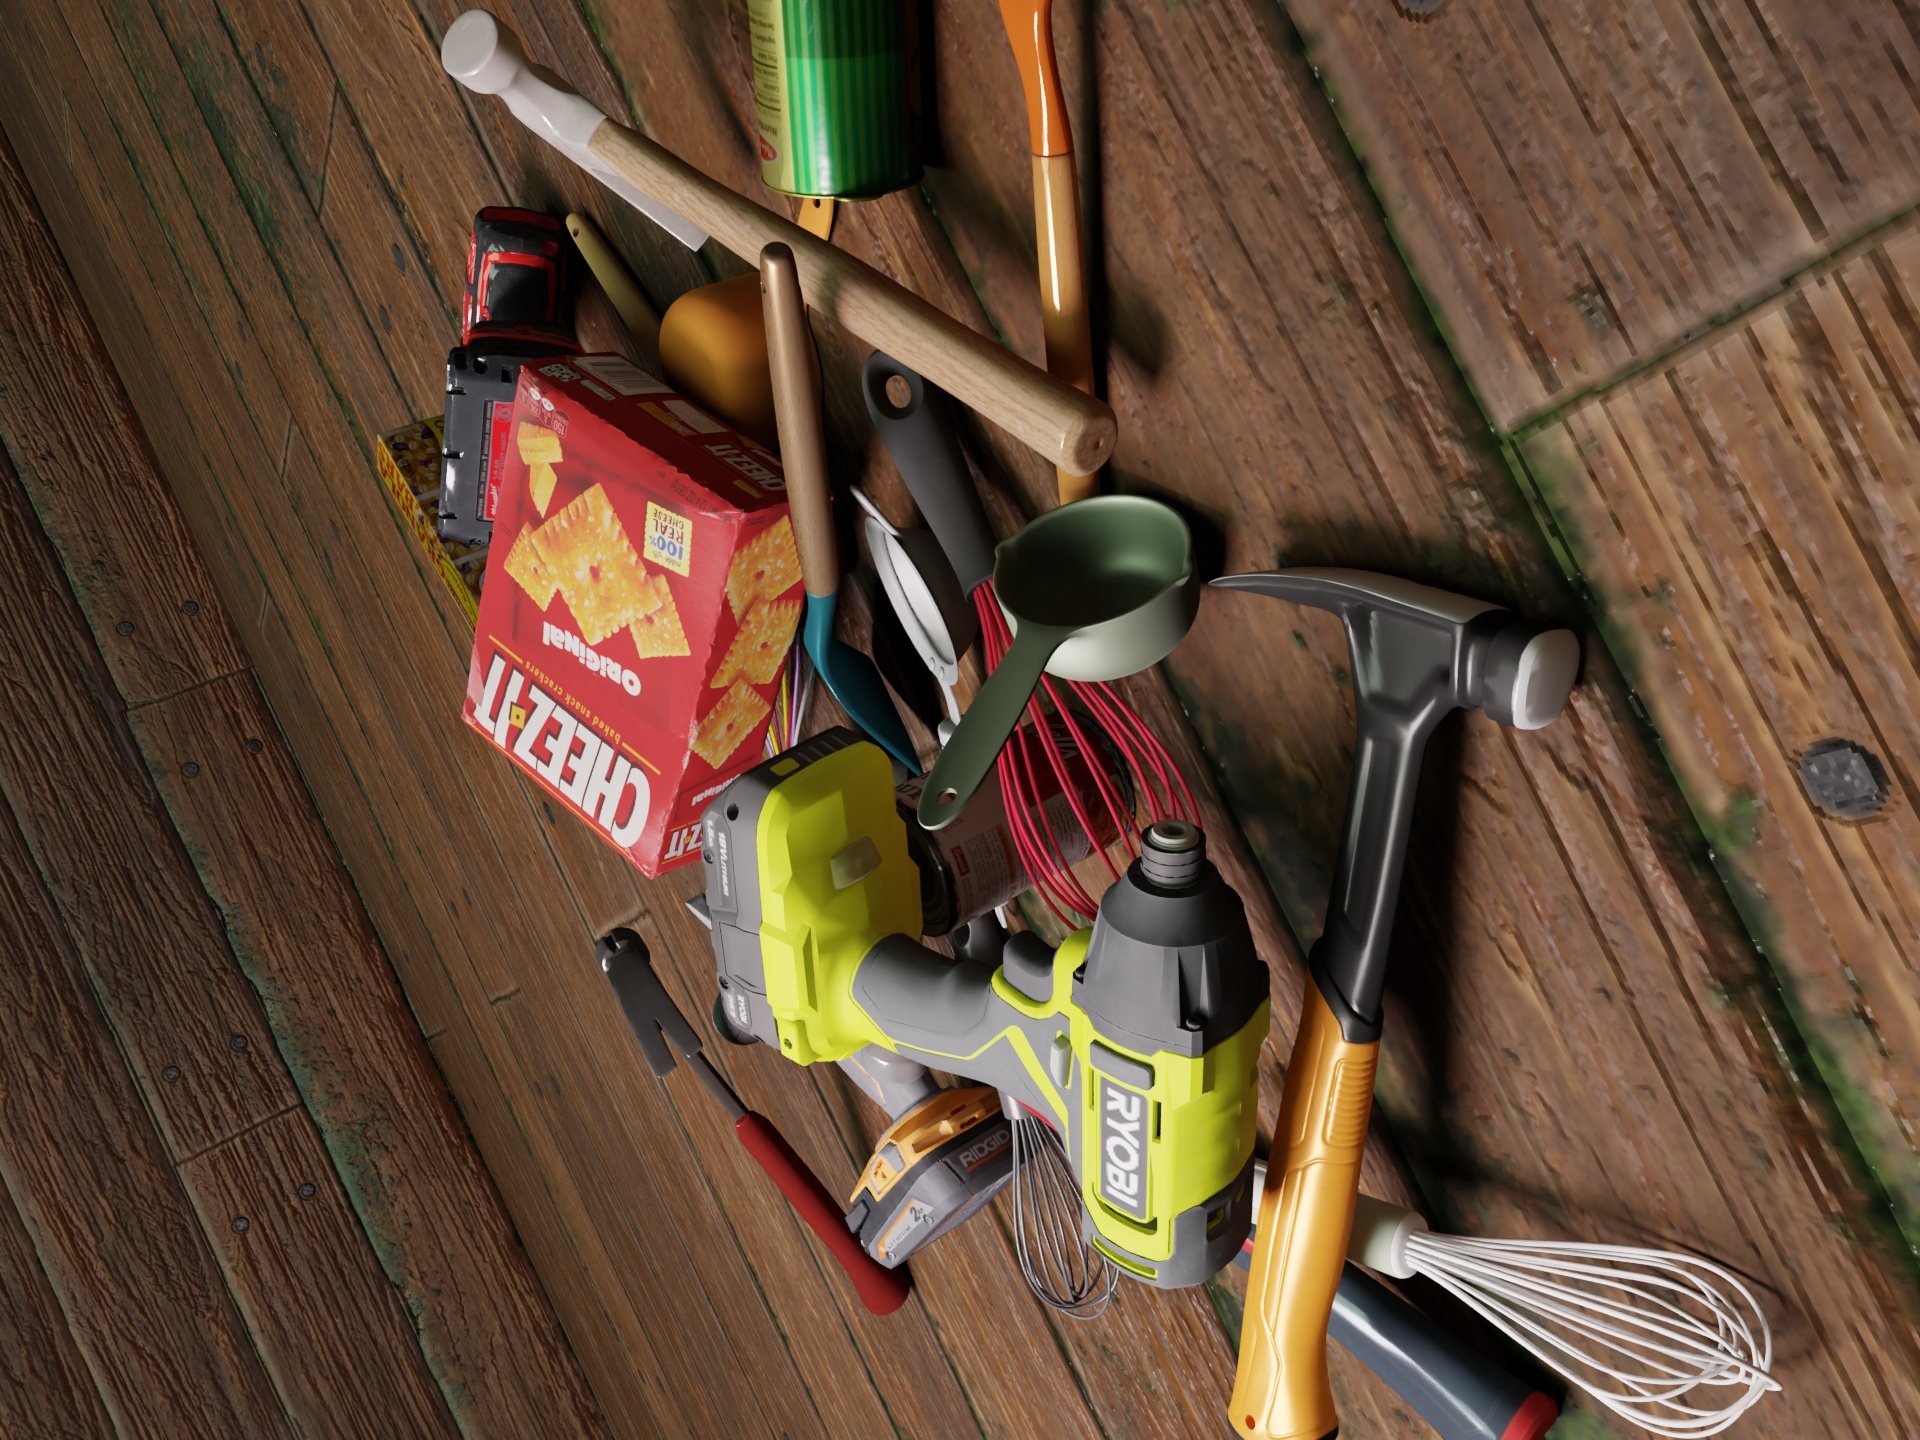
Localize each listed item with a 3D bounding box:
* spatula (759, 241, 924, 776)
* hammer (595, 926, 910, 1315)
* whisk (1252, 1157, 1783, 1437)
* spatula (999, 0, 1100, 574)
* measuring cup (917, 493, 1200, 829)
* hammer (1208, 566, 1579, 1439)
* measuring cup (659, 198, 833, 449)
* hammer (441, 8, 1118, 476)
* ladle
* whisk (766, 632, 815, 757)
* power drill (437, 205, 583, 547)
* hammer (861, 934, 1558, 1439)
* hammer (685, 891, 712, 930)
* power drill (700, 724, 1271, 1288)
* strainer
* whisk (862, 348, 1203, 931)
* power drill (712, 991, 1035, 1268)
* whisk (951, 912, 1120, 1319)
[{"bbox_3d":[-0.054,-0.081,0.699,0.317,0.044,0.082,88,161,-55],"label":"spatula"},{"bbox_3d":[-0.121,0.289,1.049,0.149,0.037,0.358,39,162,56],"label":"hammer"},{"bbox_3d":[0.172,0.196,0.585,0.246,0.058,0.059,6,156,47],"label":"whisk"},{"bbox_3d":[0.043,-0.184,0.576,0.081,0.041,0.322,32,141,43],"label":"spatula"},{"bbox_3d":[0.032,-0.015,0.579,0.083,0.168,0.038,11,144,32],"label":"measuring cup"},{"bbox_3d":[0.126,0.114,0.564,0.127,0.034,0.336,25,117,48],"label":"hammer"},{"bbox_3d":[-0.102,-0.195,0.766,0.095,0.052,0.173,58,151,14],"label":"measuring cup"},{"bbox_3d":[-0.068,-0.187,0.643,0.331,0.130,0.031,37,97,26],"label":"hammer"},{"bbox_3d":[-0.146,-0.174,0.878,0.069,0.031,0.316,-45,66,26],"label":"ladle"},{"bbox_3d":[-0.103,0.012,0.943,0.047,0.051,0.244,-115,17,-46],"label":"whisk"},{"bbox_3d":[-0.259,-0.195,0.924,0.220,0.078,0.143,-111,31,-50],"label":"power drill"},{"bbox_3d":[0.090,0.189,0.722,0.387,0.038,0.143,28,125,39],"label":"hammer"},{"bbox_3d":[-0.170,-0.012,1.029,0.144,0.035,0.405,23,130,50],"label":"hammer"},{"bbox_3d":[0.008,0.088,0.587,0.223,0.080,0.171,19,124,37],"label":"power drill"},{"bbox_3d":[-0.001,-0.002,0.762,0.087,0.050,0.258,-133,26,-55],"label":"strainer"},{"bbox_3d":[0.021,-0.039,0.660,0.296,0.073,0.073,66,152,21],"label":"whisk"},{"bbox_3d":[-0.070,0.209,0.961,0.226,0.084,0.185,54,139,19],"label":"power drill"},{"bbox_3d":[0.036,0.208,0.851,0.055,0.055,0.239,-8,100,60],"label":"whisk"}]
